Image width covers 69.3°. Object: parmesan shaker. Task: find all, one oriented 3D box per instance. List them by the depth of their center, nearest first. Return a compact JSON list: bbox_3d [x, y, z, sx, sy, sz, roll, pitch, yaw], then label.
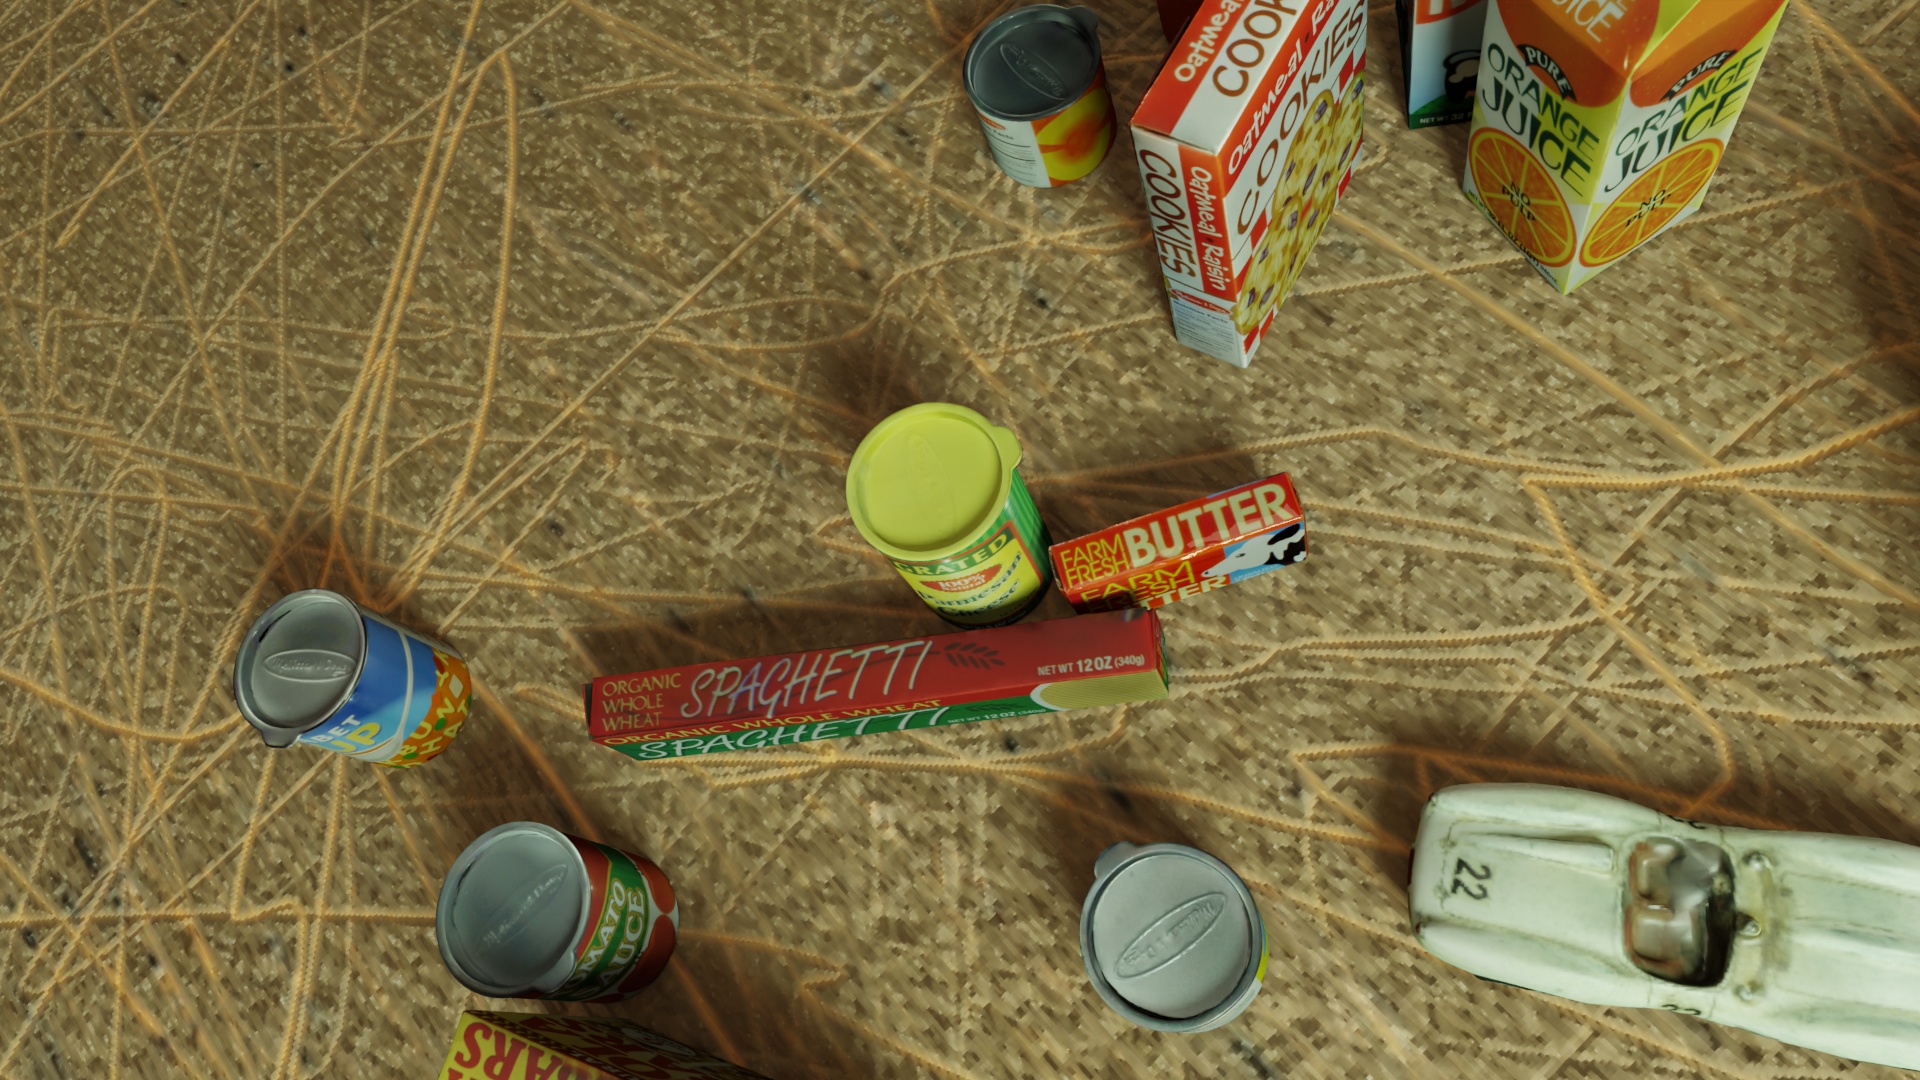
[{"bbox_3d":[0.002,-0.007,0.582,0.071,0.103,0.071,-5,69,13],"label":"parmesan shaker"}]

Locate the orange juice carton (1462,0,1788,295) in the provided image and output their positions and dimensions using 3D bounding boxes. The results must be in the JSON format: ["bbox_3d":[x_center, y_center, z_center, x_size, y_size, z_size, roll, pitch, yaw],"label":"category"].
[{"bbox_3d":[0.252,-0.183,0.534,0.073,0.192,0.072,-33,65,1],"label":"orange juice carton"}]

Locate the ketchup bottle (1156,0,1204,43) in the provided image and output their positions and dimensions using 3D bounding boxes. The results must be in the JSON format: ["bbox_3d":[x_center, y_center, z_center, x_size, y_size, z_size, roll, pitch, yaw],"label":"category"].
[{"bbox_3d":[0.116,-0.285,0.633,0.065,0.148,0.043,6,72,17],"label":"ketchup bottle"}]

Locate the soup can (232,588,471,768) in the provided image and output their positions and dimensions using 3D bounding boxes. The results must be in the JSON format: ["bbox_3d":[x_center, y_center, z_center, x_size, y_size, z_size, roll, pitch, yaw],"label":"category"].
[{"bbox_3d":[-0.277,0.068,0.637,0.071,0.083,0.071,-5,69,13],"label":"soup can"}]

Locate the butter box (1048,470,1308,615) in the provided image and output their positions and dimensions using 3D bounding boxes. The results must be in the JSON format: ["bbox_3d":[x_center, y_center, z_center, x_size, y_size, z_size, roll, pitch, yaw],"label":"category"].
[{"bbox_3d":[0.092,0.005,0.580,0.103,0.053,0.024,-18,66,8],"label":"butter box"}]

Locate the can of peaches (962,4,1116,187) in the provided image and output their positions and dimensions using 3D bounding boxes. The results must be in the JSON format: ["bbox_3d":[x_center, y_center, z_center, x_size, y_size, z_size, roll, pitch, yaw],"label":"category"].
[{"bbox_3d":[0.042,-0.216,0.676,0.071,0.058,0.071,-5,69,13],"label":"can of peaches"}]

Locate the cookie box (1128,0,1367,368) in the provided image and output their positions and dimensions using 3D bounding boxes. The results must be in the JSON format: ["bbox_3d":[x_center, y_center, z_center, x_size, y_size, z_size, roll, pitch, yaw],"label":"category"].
[{"bbox_3d":[0.124,-0.165,0.575,0.040,0.167,0.123,26,78,22],"label":"cookie box"}]

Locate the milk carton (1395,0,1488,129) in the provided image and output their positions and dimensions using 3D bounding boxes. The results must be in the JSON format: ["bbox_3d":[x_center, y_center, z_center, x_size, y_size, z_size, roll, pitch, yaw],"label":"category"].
[{"bbox_3d":[0.221,-0.260,0.573,0.072,0.190,0.073,-4,69,14],"label":"milk carton"}]

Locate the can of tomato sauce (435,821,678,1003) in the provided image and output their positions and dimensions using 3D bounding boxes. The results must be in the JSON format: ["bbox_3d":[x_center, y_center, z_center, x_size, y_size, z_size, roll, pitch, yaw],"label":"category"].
[{"bbox_3d":[-0.162,0.157,0.573,0.071,0.083,0.071,-5,69,13],"label":"can of tomato sauce"}]

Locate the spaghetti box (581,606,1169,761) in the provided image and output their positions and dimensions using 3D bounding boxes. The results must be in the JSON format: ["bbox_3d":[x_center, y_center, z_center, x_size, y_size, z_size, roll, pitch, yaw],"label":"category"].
[{"bbox_3d":[-0.037,0.063,0.594,0.250,0.050,0.029,-8,68,12],"label":"spaghetti box"}]

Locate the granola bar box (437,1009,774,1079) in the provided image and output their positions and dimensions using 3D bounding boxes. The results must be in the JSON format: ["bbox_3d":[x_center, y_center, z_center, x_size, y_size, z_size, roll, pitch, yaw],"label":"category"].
[{"bbox_3d":[-0.089,0.220,0.507,0.165,0.124,0.039,14,74,19],"label":"granola bar box"}]

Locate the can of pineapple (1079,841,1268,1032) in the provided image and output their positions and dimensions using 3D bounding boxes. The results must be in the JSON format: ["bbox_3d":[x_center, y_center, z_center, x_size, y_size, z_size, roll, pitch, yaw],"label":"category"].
[{"bbox_3d":[0.081,0.149,0.525,0.071,0.057,0.071,-5,69,13],"label":"can of pineapple"}]
